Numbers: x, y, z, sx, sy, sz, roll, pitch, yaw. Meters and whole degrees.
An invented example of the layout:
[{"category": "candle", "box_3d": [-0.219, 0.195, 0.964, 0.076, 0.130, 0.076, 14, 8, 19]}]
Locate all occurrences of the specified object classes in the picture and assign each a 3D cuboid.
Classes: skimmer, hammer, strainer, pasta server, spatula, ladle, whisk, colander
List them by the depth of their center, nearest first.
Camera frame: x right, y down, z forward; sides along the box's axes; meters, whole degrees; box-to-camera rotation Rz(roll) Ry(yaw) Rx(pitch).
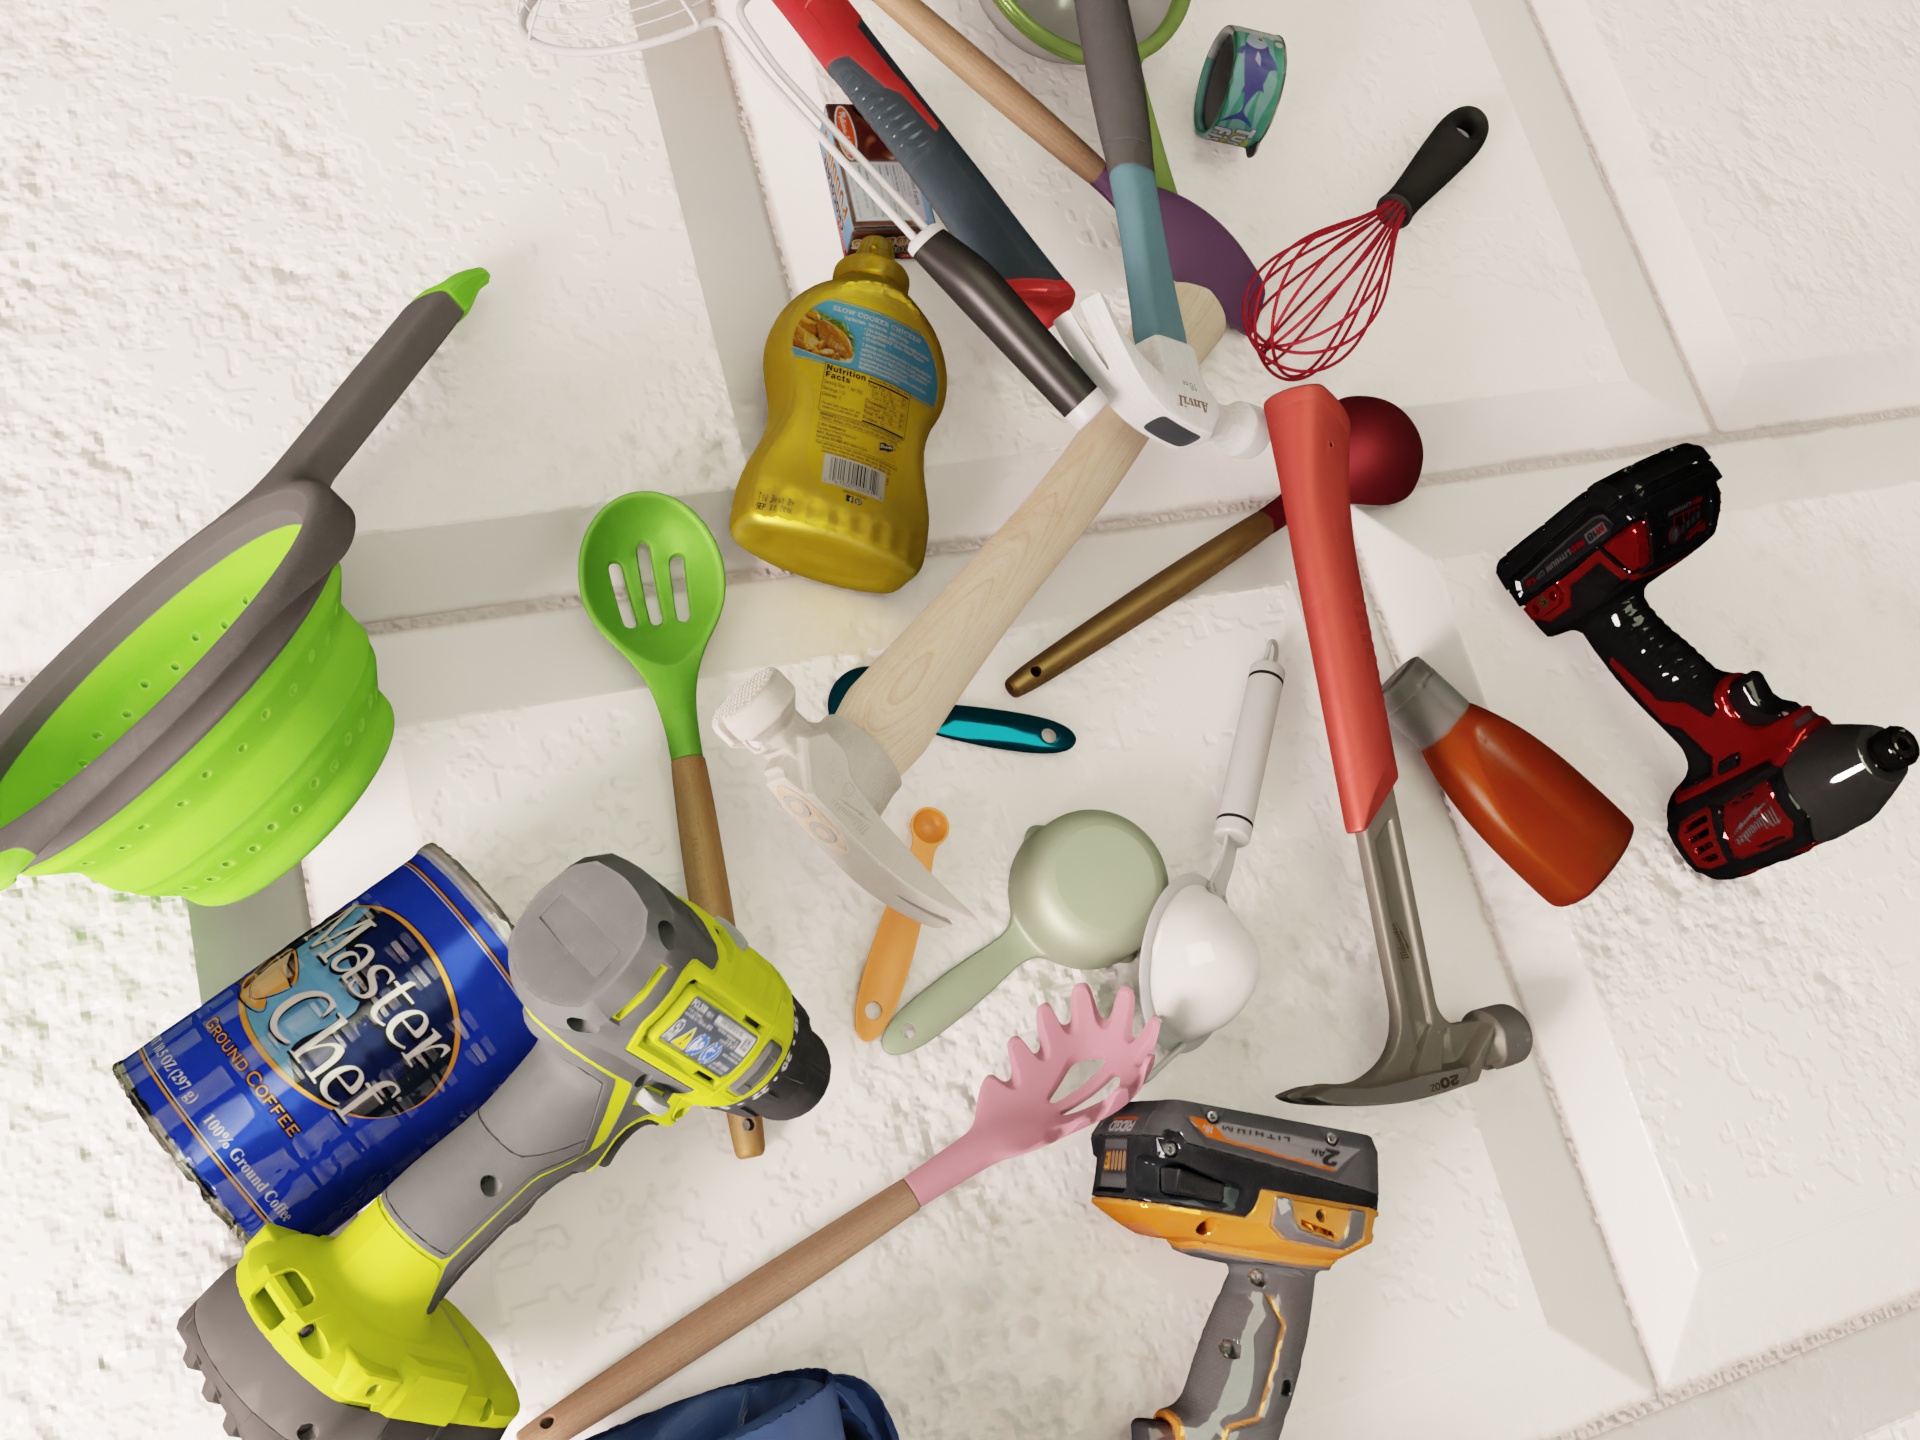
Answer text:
[{"category": "pasta server", "box_3d": [-0.045, 0.213, 0.681, 0.316, 0.040, 0.060, -29, 44, -18]}, {"category": "colander", "box_3d": [-0.277, -0.054, 0.688, 0.094, 0.204, 0.397, 50, 42, -32]}, {"category": "strainer", "box_3d": [0.135, 0.061, 0.790, 0.086, 0.050, 0.259, 49, 48, -40]}, {"category": "hammer", "box_3d": [0.192, 0.007, 0.797, 0.149, 0.037, 0.359, -4, 80, -30]}, {"category": "hammer", "box_3d": [0.045, -0.086, 0.801, 0.146, 0.038, 0.411, 48, 55, -17]}, {"category": "skimmer", "box_3d": [-0.070, -0.273, 0.806, 0.363, 0.090, 0.127, 46, 61, -3]}, {"category": "hammer", "box_3d": [0.091, -0.303, 0.852, 0.128, 0.033, 0.331, 4, 72, -41]}, {"category": "ladle", "box_3d": [0.146, -0.096, 0.867, 0.315, 0.031, 0.069, -34, 86, -22]}, {"category": "hammer", "box_3d": [-0.050, -0.373, 0.869, 0.143, 0.038, 0.386, -31, 79, -25]}, {"category": "spatula", "box_3d": [0.057, -0.319, 0.874, 0.315, 0.018, 0.060, 31, 64, -26]}, {"category": "strainer", "box_3d": [0.075, -0.397, 0.942, 0.151, 0.069, 0.256, -20, 95, -25]}, {"category": "whisk", "box_3d": [0.252, -0.297, 0.955, 0.073, 0.073, 0.296, 41, 59, 1]}]

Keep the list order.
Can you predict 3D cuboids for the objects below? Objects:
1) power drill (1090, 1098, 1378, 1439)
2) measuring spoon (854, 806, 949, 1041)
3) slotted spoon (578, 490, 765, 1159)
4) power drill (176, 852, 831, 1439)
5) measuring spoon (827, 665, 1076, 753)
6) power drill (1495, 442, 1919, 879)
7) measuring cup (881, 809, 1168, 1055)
[{"category": "power drill", "box_3d": [0.088, 0.281, 0.680, 0.185, 0.084, 0.226, 14, 72, -15]}, {"category": "measuring spoon", "box_3d": [-0.029, 0.096, 0.755, 0.021, 0.011, 0.117, 21, 70, -11]}, {"category": "slotted spoon", "box_3d": [-0.124, 0.043, 0.736, 0.070, 0.031, 0.314, -7, 75, -19]}, {"category": "power drill", "box_3d": [-0.152, 0.174, 0.603, 0.080, 0.190, 0.228, 36, 79, 32]}, {"category": "measuring spoon", "box_3d": [-0.001, -0.003, 0.789, 0.128, 0.021, 0.042, 9, 69, -12]}, {"category": "power drill", "box_3d": [0.402, -0.030, 0.854, 0.078, 0.143, 0.220, -23, 76, -25]}, {"category": "measuring cup", "box_3d": [0.031, 0.103, 0.751, 0.167, 0.038, 0.083, -35, 83, -26]}]
